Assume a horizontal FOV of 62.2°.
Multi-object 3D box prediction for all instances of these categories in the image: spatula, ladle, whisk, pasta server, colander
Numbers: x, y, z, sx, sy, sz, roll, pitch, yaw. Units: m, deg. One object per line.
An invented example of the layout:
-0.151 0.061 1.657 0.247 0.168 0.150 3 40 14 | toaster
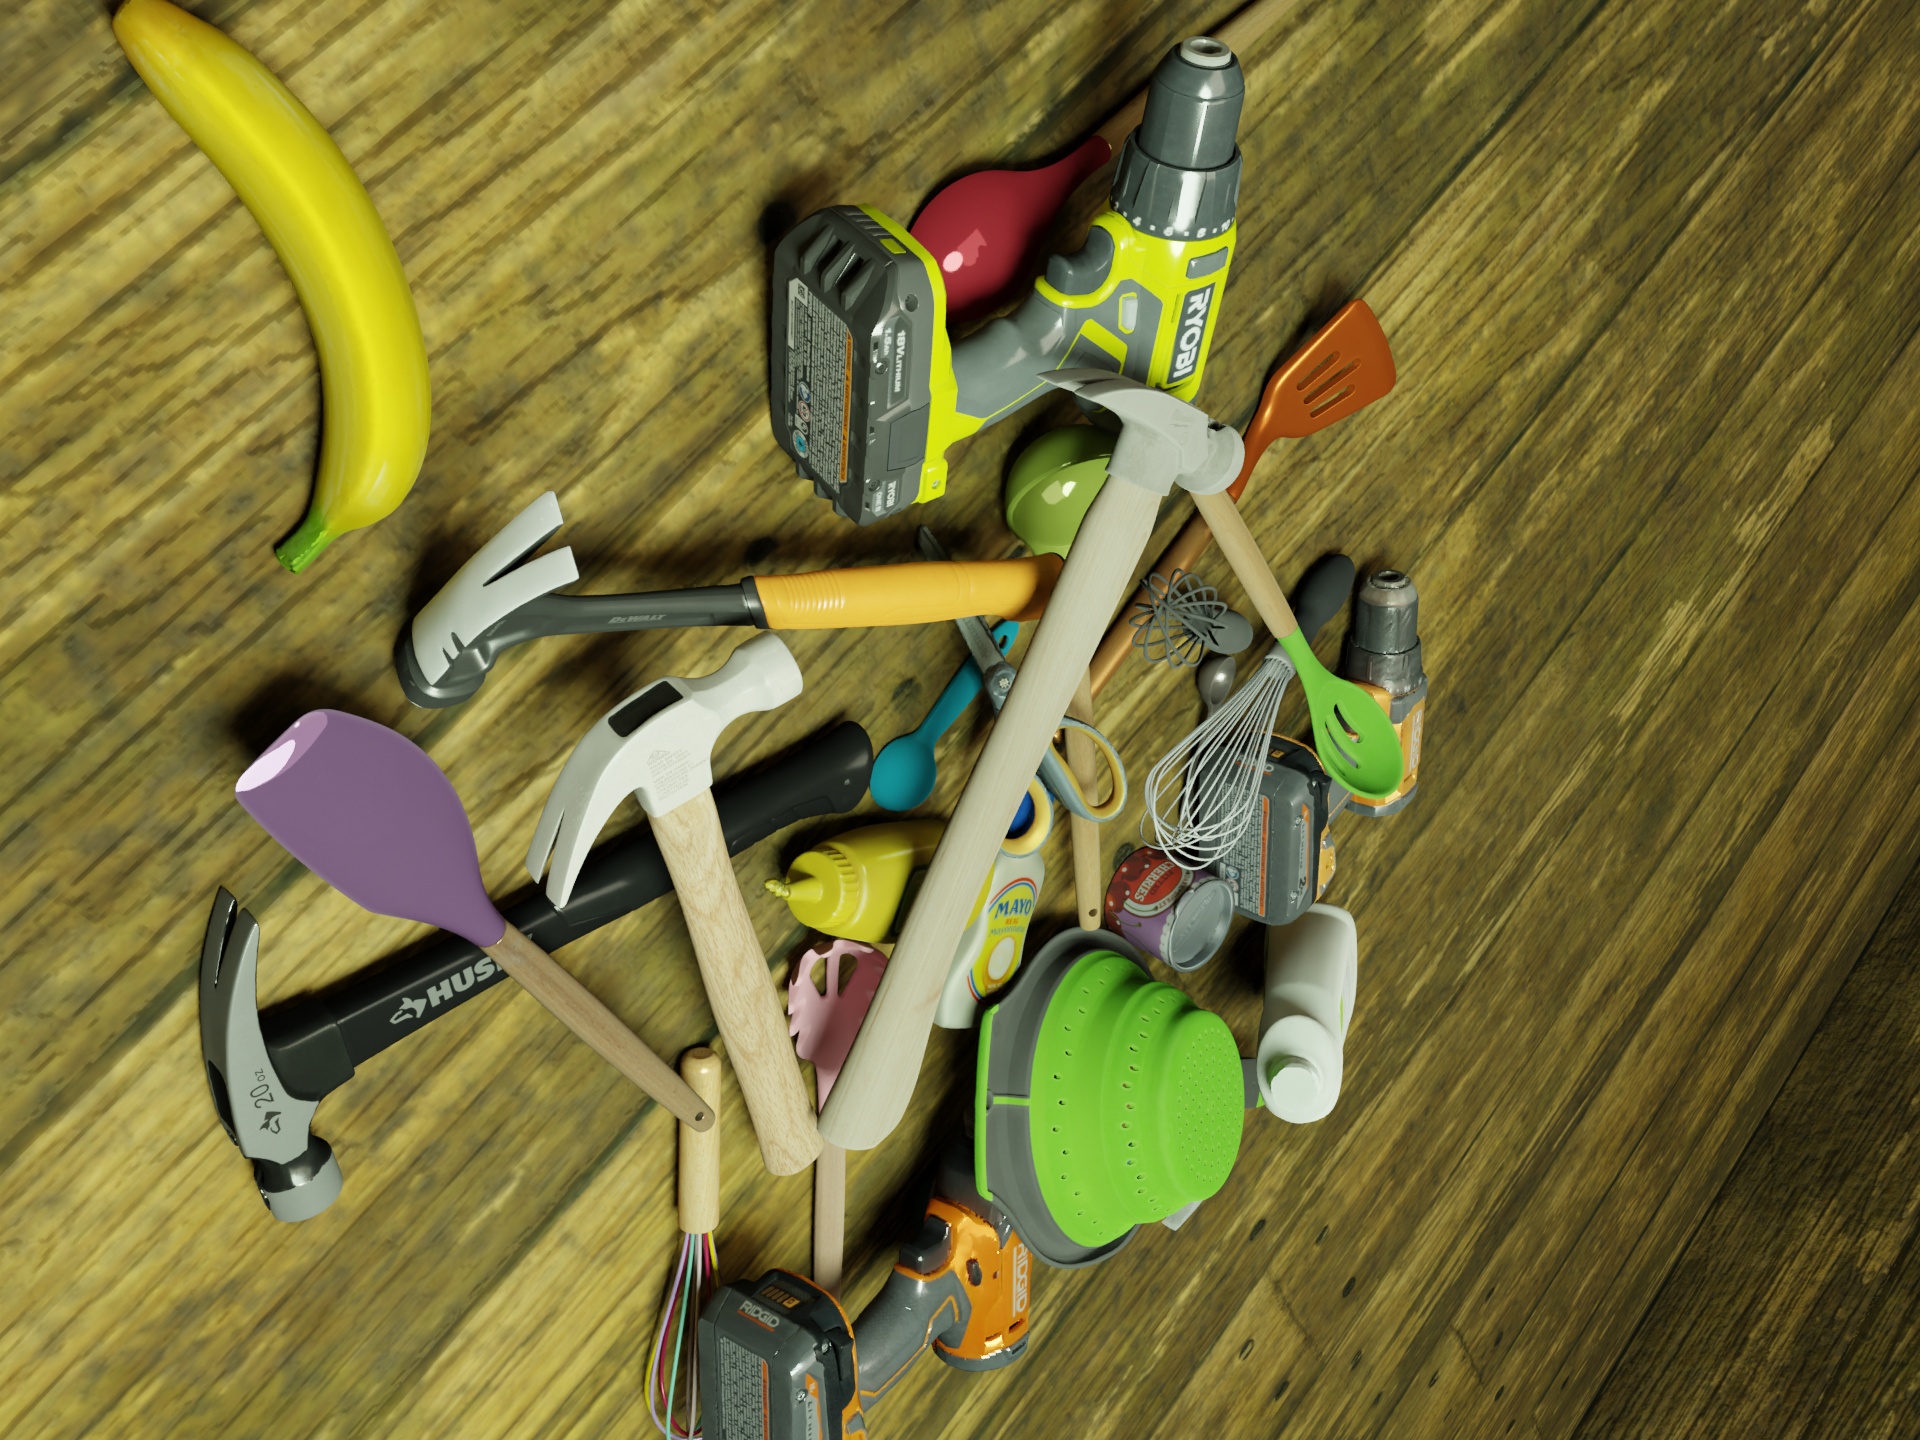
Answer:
-0.183 0.101 0.676 0.060 0.018 0.315 -48 137 -17 | spatula
0.086 -0.302 0.806 0.315 0.031 0.069 -45 137 -23 | ladle
-0.144 0.287 0.848 0.051 0.047 0.245 -20 119 -53 | whisk
0.153 -0.114 0.956 0.322 0.041 0.080 -54 137 -11 | spatula
-0.073 0.252 0.905 0.060 0.040 0.316 -3 116 -15 | pasta server
0.191 -0.018 1.009 0.285 0.070 0.070 -53 140 -34 | whisk
0.153 0.239 1.020 0.396 0.094 0.204 16 74 -55 | colander
0.070 -0.011 0.892 0.078 0.062 0.320 -12 117 -13 | ladle
0.143 -0.054 0.923 0.239 0.055 0.055 -1 112 -70 | whisk

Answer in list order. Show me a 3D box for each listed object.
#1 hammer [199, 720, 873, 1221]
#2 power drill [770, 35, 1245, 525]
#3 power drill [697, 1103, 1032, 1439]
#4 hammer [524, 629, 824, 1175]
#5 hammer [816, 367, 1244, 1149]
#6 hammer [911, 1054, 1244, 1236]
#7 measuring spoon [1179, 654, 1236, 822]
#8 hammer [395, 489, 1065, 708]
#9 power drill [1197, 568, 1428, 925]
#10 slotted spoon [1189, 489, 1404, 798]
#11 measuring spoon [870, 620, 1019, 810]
-0.172 0.078 0.717 0.335 0.035 0.146 -29 129 -34 | hammer
0.032 -0.194 0.716 0.228 0.080 0.190 -26 145 -27 | power drill
-0.039 0.321 0.891 0.226 0.084 0.164 -18 114 -49 | power drill
-0.110 0.114 0.746 0.130 0.031 0.331 -31 137 -23 | hammer
0.013 0.031 0.780 0.146 0.038 0.410 7 109 -54 | hammer
0.092 0.312 1.110 0.330 0.033 0.128 3 105 -47 | hammer
0.155 0.012 1.045 0.034 0.018 0.124 -26 134 -50 | measuring spoon
-0.066 -0.057 0.701 0.336 0.127 0.034 -8 73 -44 | hammer
0.253 0.014 1.090 0.226 0.084 0.185 -34 131 -40 | power drill
0.183 -0.075 0.948 0.313 0.031 0.070 55 53 -24 | slotted spoon
-0.001 -0.003 0.863 0.128 0.021 0.042 -53 138 -12 | measuring spoon
